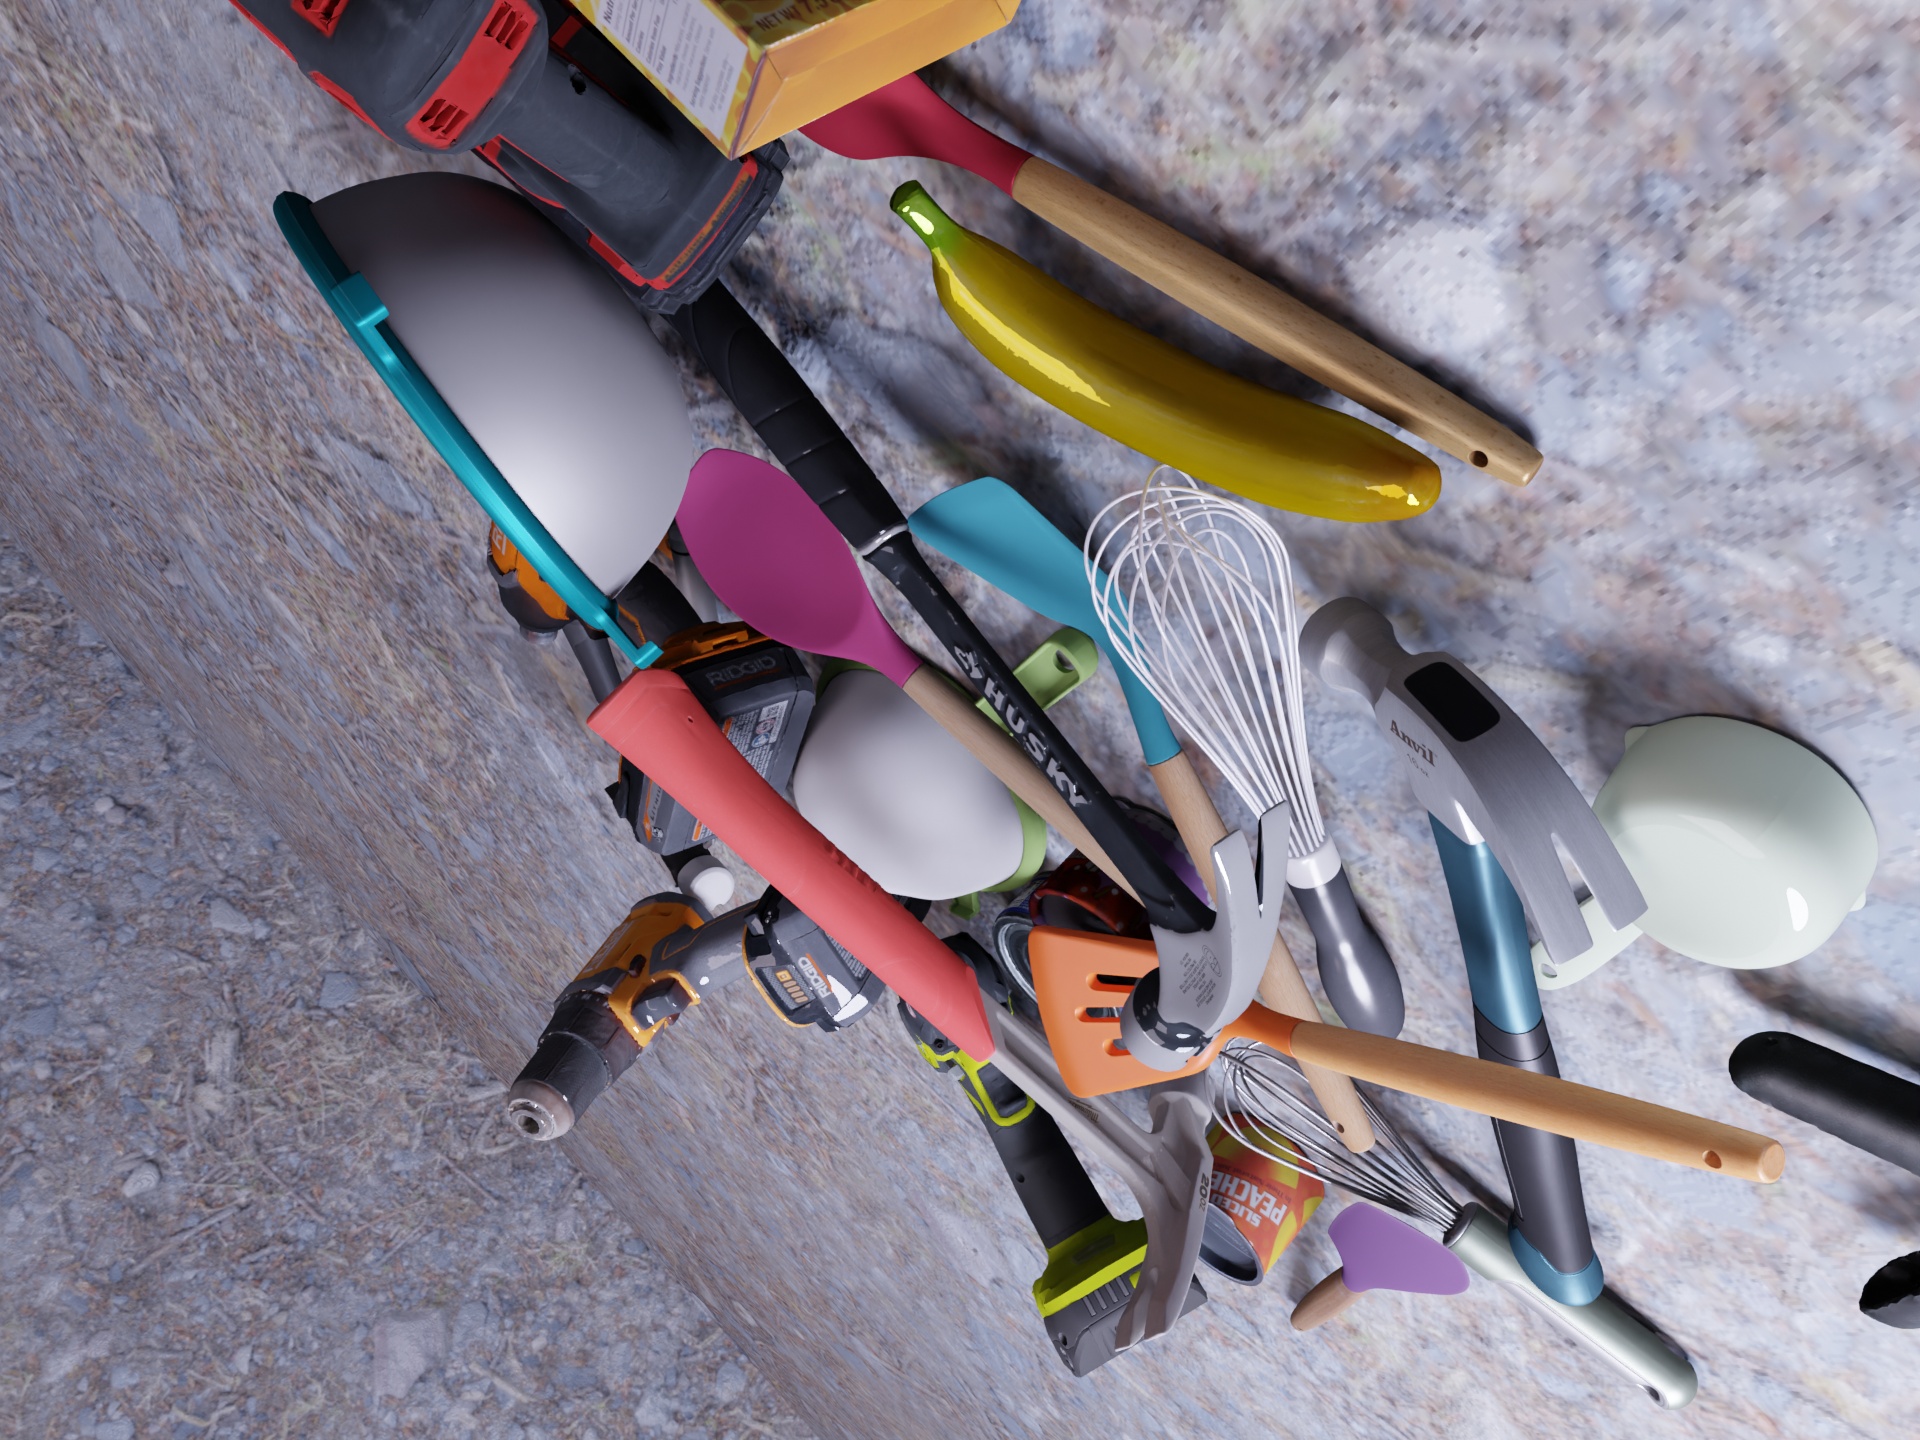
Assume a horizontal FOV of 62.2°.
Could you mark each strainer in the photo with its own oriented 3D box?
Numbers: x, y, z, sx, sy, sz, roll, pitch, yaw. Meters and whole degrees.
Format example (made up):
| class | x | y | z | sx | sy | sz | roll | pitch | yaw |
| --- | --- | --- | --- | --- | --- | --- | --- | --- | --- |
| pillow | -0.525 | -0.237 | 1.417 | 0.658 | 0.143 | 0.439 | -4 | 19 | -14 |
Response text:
| class | x | y | z | sx | sy | sz | roll | pitch | yaw |
| --- | --- | --- | --- | --- | --- | --- | --- | --- | --- |
| strainer | -0.203 | -0.181 | 0.708 | 0.341 | 0.095 | 0.210 | 51 | 175 | 49 |
| strainer | -0.014 | 0.025 | 0.751 | 0.151 | 0.069 | 0.256 | 49 | 150 | 0 |
| strainer | -0.139 | -0.018 | 0.906 | 0.087 | 0.050 | 0.258 | -97 | 4 | -47 |

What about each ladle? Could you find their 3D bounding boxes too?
| class | x | y | z | sx | sy | sz | roll | pitch | yaw |
| --- | --- | --- | --- | --- | --- | --- | --- | --- | --- |
| ladle | 0.041 | -0.158 | 0.499 | 0.315 | 0.031 | 0.069 | 36 | 151 | 18 |

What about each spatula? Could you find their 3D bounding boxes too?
| class | x | y | z | sx | sy | sz | roll | pitch | yaw |
| --- | --- | --- | --- | --- | --- | --- | --- | --- | --- |
| spatula | 0.192 | 0.277 | 0.778 | 0.060 | 0.018 | 0.315 | 28 | 158 | 15 |
| spatula | 0.135 | 0.124 | 0.573 | 0.323 | 0.041 | 0.081 | 1 | 107 | 59 |
| spatula | 0.084 | 0.042 | 0.630 | 0.317 | 0.044 | 0.082 | 62 | 154 | -8 |

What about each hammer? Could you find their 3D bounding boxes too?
| class | x | y | z | sx | sy | sz | roll | pitch | yaw |
| --- | --- | --- | --- | --- | --- | --- | --- | --- | --- |
| hammer | -0.022 | 0.114 | 0.701 | 0.359 | 0.149 | 0.036 | 43 | 126 | -13 |
| hammer | -0.228 | -0.041 | 0.987 | 0.146 | 0.035 | 0.334 | 37 | 149 | 51 |
| hammer | -0.020 | -0.058 | 0.605 | 0.409 | 0.036 | 0.149 | 52 | 155 | 20 |
| hammer | 0.199 | 0.110 | 0.577 | 0.128 | 0.033 | 0.330 | 53 | 170 | 53 |

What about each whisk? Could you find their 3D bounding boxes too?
| class | x | y | z | sx | sy | sz | roll | pitch | yaw |
| --- | --- | --- | --- | --- | --- | --- | --- | --- | --- |
| whisk | 0.120 | 0.026 | 0.593 | 0.070 | 0.070 | 0.284 | 13 | 141 | 47 |
| whisk | 0.214 | 0.219 | 0.704 | 0.246 | 0.059 | 0.057 | 36 | 162 | 13 |

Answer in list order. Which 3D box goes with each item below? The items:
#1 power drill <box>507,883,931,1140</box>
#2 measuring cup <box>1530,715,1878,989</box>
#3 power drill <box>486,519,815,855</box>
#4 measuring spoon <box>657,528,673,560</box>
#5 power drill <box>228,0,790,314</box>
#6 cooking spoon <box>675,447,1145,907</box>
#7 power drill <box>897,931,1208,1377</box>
| class | x | y | z | sx | sy | sz | roll | pitch | yaw |
| --- | --- | --- | --- | --- | --- | --- | --- | --- | --- |
| power drill | -0.145 | 0.149 | 0.902 | 0.226 | 0.185 | 0.084 | -22 | 110 | 31 |
| measuring cup | 0.217 | 0.062 | 0.511 | 0.083 | 0.038 | 0.167 | 41 | 150 | 13 |
| power drill | -0.174 | -0.044 | 0.819 | 0.227 | 0.084 | 0.164 | 52 | 142 | 25 |
| measuring spoon | -0.186 | -0.130 | 0.868 | 0.117 | 0.011 | 0.021 | 47 | 146 | -6 |
| power drill | -0.170 | -0.230 | 0.513 | 0.188 | 0.080 | 0.226 | 43 | -169 | 12 |
| cooking spoon | -0.001 | -0.002 | 0.682 | 0.319 | 0.017 | 0.068 | 42 | 118 | 6 |
| power drill | 0.036 | 0.221 | 0.838 | 0.223 | 0.080 | 0.171 | 59 | 172 | 18 |
